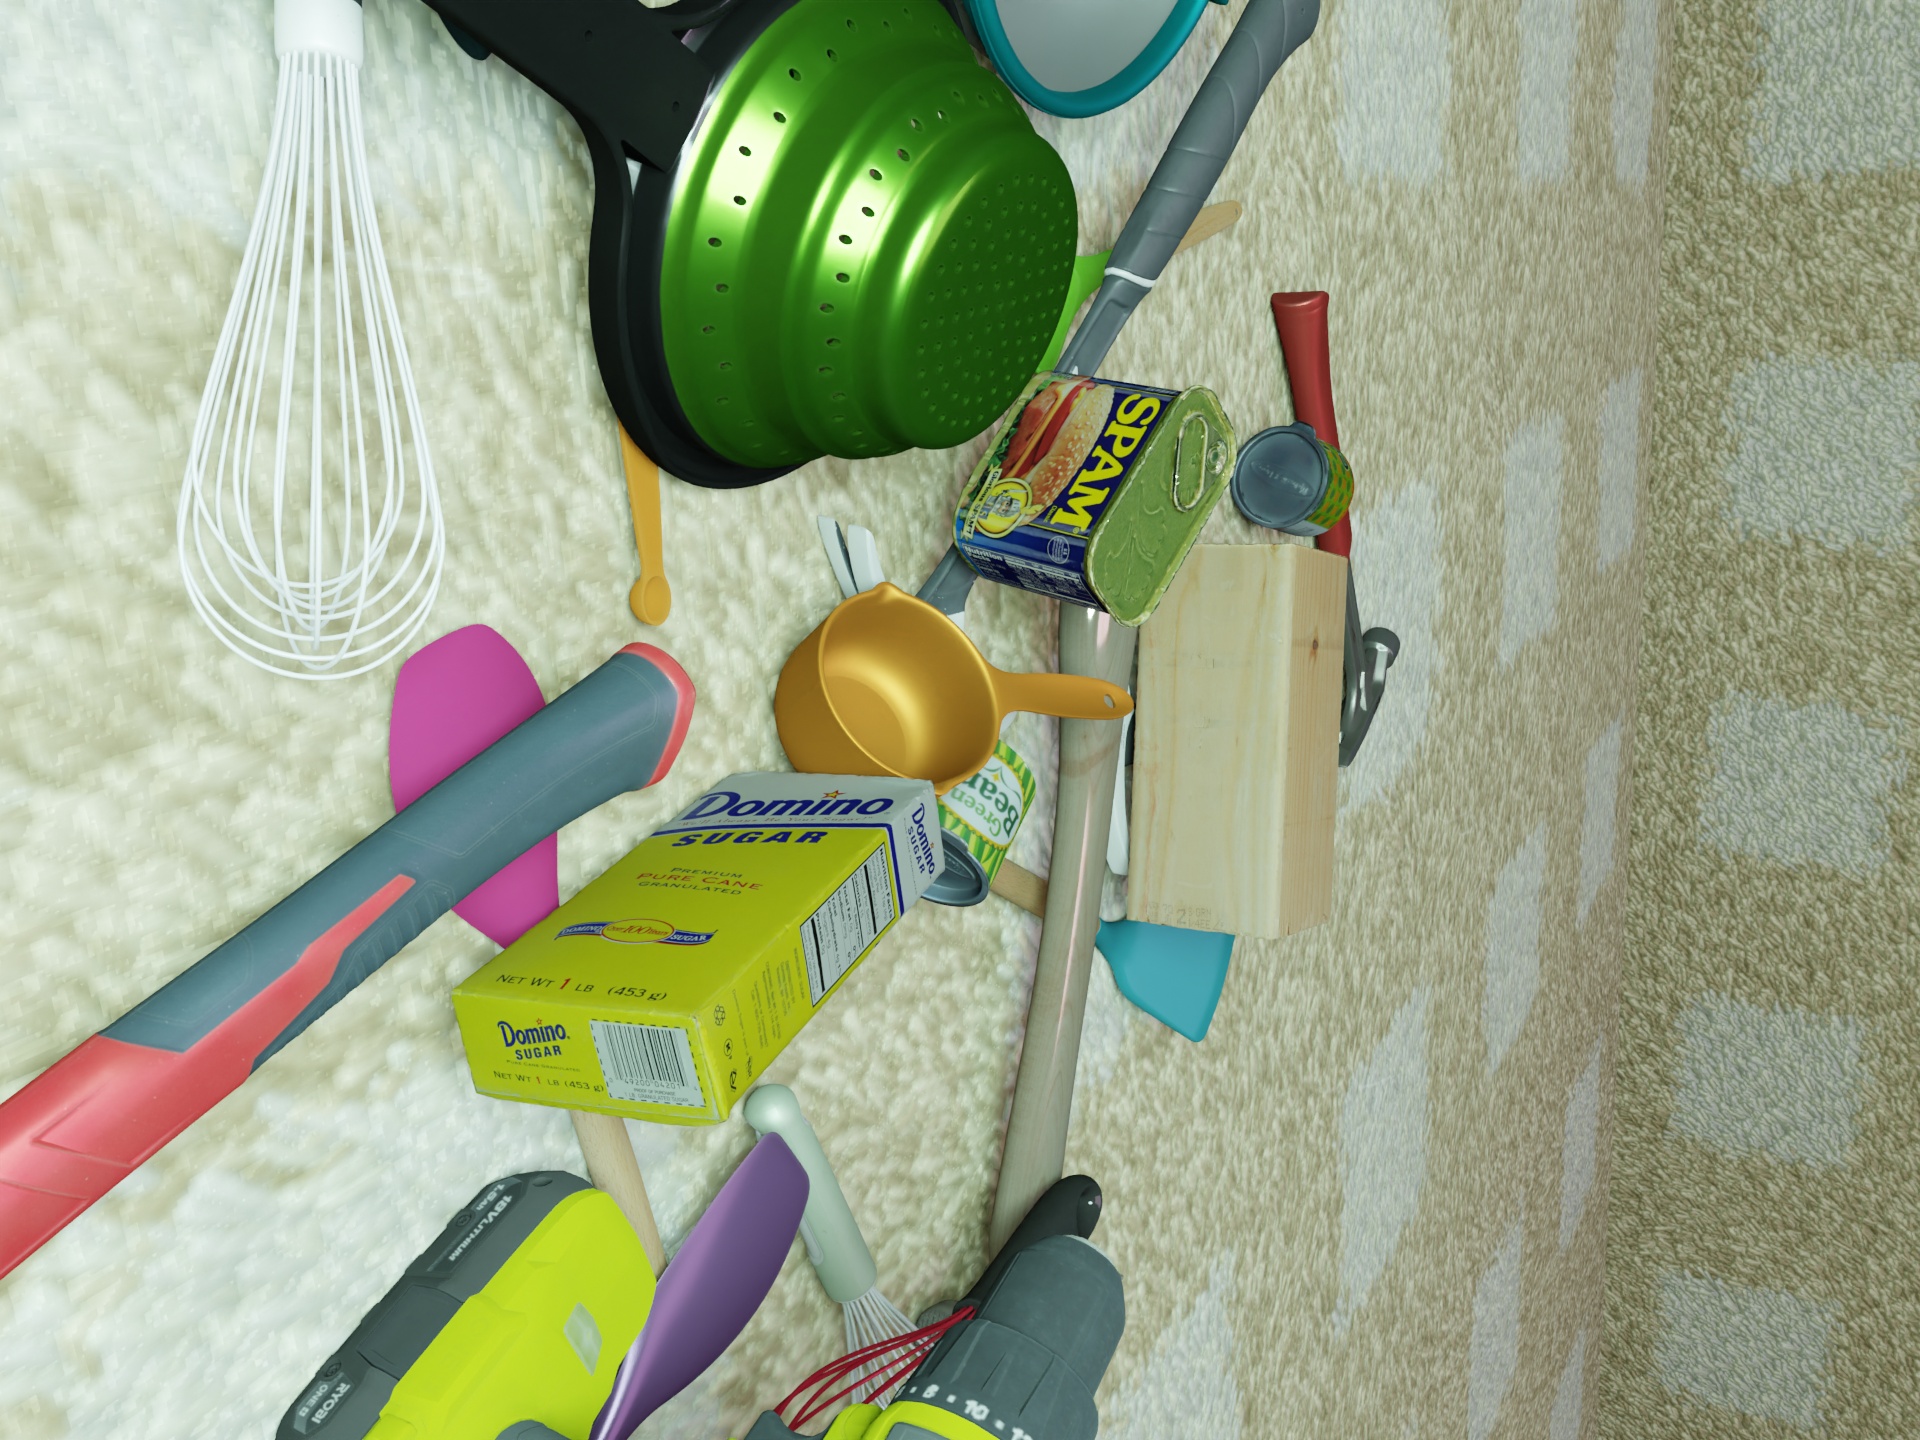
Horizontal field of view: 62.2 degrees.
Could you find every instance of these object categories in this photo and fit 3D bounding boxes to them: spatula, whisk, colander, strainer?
[{"bbox_3d":[0.070,0.107,0.875,0.317,0.044,0.082,34,71,-54],"label":"spatula"},{"bbox_3d":[-0.047,0.257,0.714,0.059,0.058,0.246,-30,120,-21],"label":"whisk"},{"bbox_3d":[-0.057,-0.170,0.483,0.204,0.094,0.396,-63,156,5],"label":"colander"},{"bbox_3d":[-0.005,-0.333,0.638,0.340,0.095,0.210,-44,146,-28],"label":"strainer"},{"bbox_3d":[-0.146,0.284,0.561,0.316,0.018,0.059,-52,134,-33],"label":"spatula"},{"bbox_3d":[-0.003,0.272,0.693,0.296,0.073,0.073,-24,116,-59],"label":"whisk"},{"bbox_3d":[-0.173,-0.153,0.431,0.070,0.070,0.284,-1,92,-58],"label":"whisk"}]

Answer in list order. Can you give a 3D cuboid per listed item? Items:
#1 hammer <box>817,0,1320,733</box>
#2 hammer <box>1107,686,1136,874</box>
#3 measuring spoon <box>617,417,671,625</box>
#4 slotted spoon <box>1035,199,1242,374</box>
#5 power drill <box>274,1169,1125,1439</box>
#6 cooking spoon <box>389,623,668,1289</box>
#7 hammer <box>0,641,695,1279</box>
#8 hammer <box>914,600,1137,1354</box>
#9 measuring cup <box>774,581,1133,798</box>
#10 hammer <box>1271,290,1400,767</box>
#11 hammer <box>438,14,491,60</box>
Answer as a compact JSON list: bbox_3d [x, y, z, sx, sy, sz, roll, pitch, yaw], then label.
[{"bbox_3d":[0.067,-0.196,0.747,0.149,0.036,0.409,42,73,-50],"label":"hammer"},{"bbox_3d":[0.155,0.005,1.003,0.334,0.035,0.146,-7,101,-58],"label":"hammer"},{"bbox_3d":[-0.118,-0.092,0.570,0.021,0.011,0.117,-29,117,-65],"label":"measuring spoon"},{"bbox_3d":[0.093,-0.251,0.864,0.314,0.031,0.070,-40,128,-51],"label":"slotted spoon"},{"bbox_3d":[-0.074,0.218,0.485,0.191,0.228,0.080,-51,136,-41],"label":"power drill"},{"bbox_3d":[-0.137,0.117,0.567,0.069,0.017,0.318,-40,128,-49],"label":"cooking spoon"},{"bbox_3d":[-0.209,0.075,0.407,0.386,0.038,0.143,-45,131,-41],"label":"hammer"},{"bbox_3d":[0.058,0.125,0.821,0.146,0.038,0.410,-1,101,-52],"label":"hammer"},{"bbox_3d":[-0.001,-0.002,0.681,0.173,0.052,0.095,3,63,-40],"label":"measuring cup"},{"bbox_3d":[0.267,-0.141,1.156,0.149,0.037,0.358,-55,139,-38],"label":"hammer"},{"bbox_3d":[-0.043,-0.327,0.508,0.331,0.033,0.128,-45,119,-13],"label":"hammer"}]
